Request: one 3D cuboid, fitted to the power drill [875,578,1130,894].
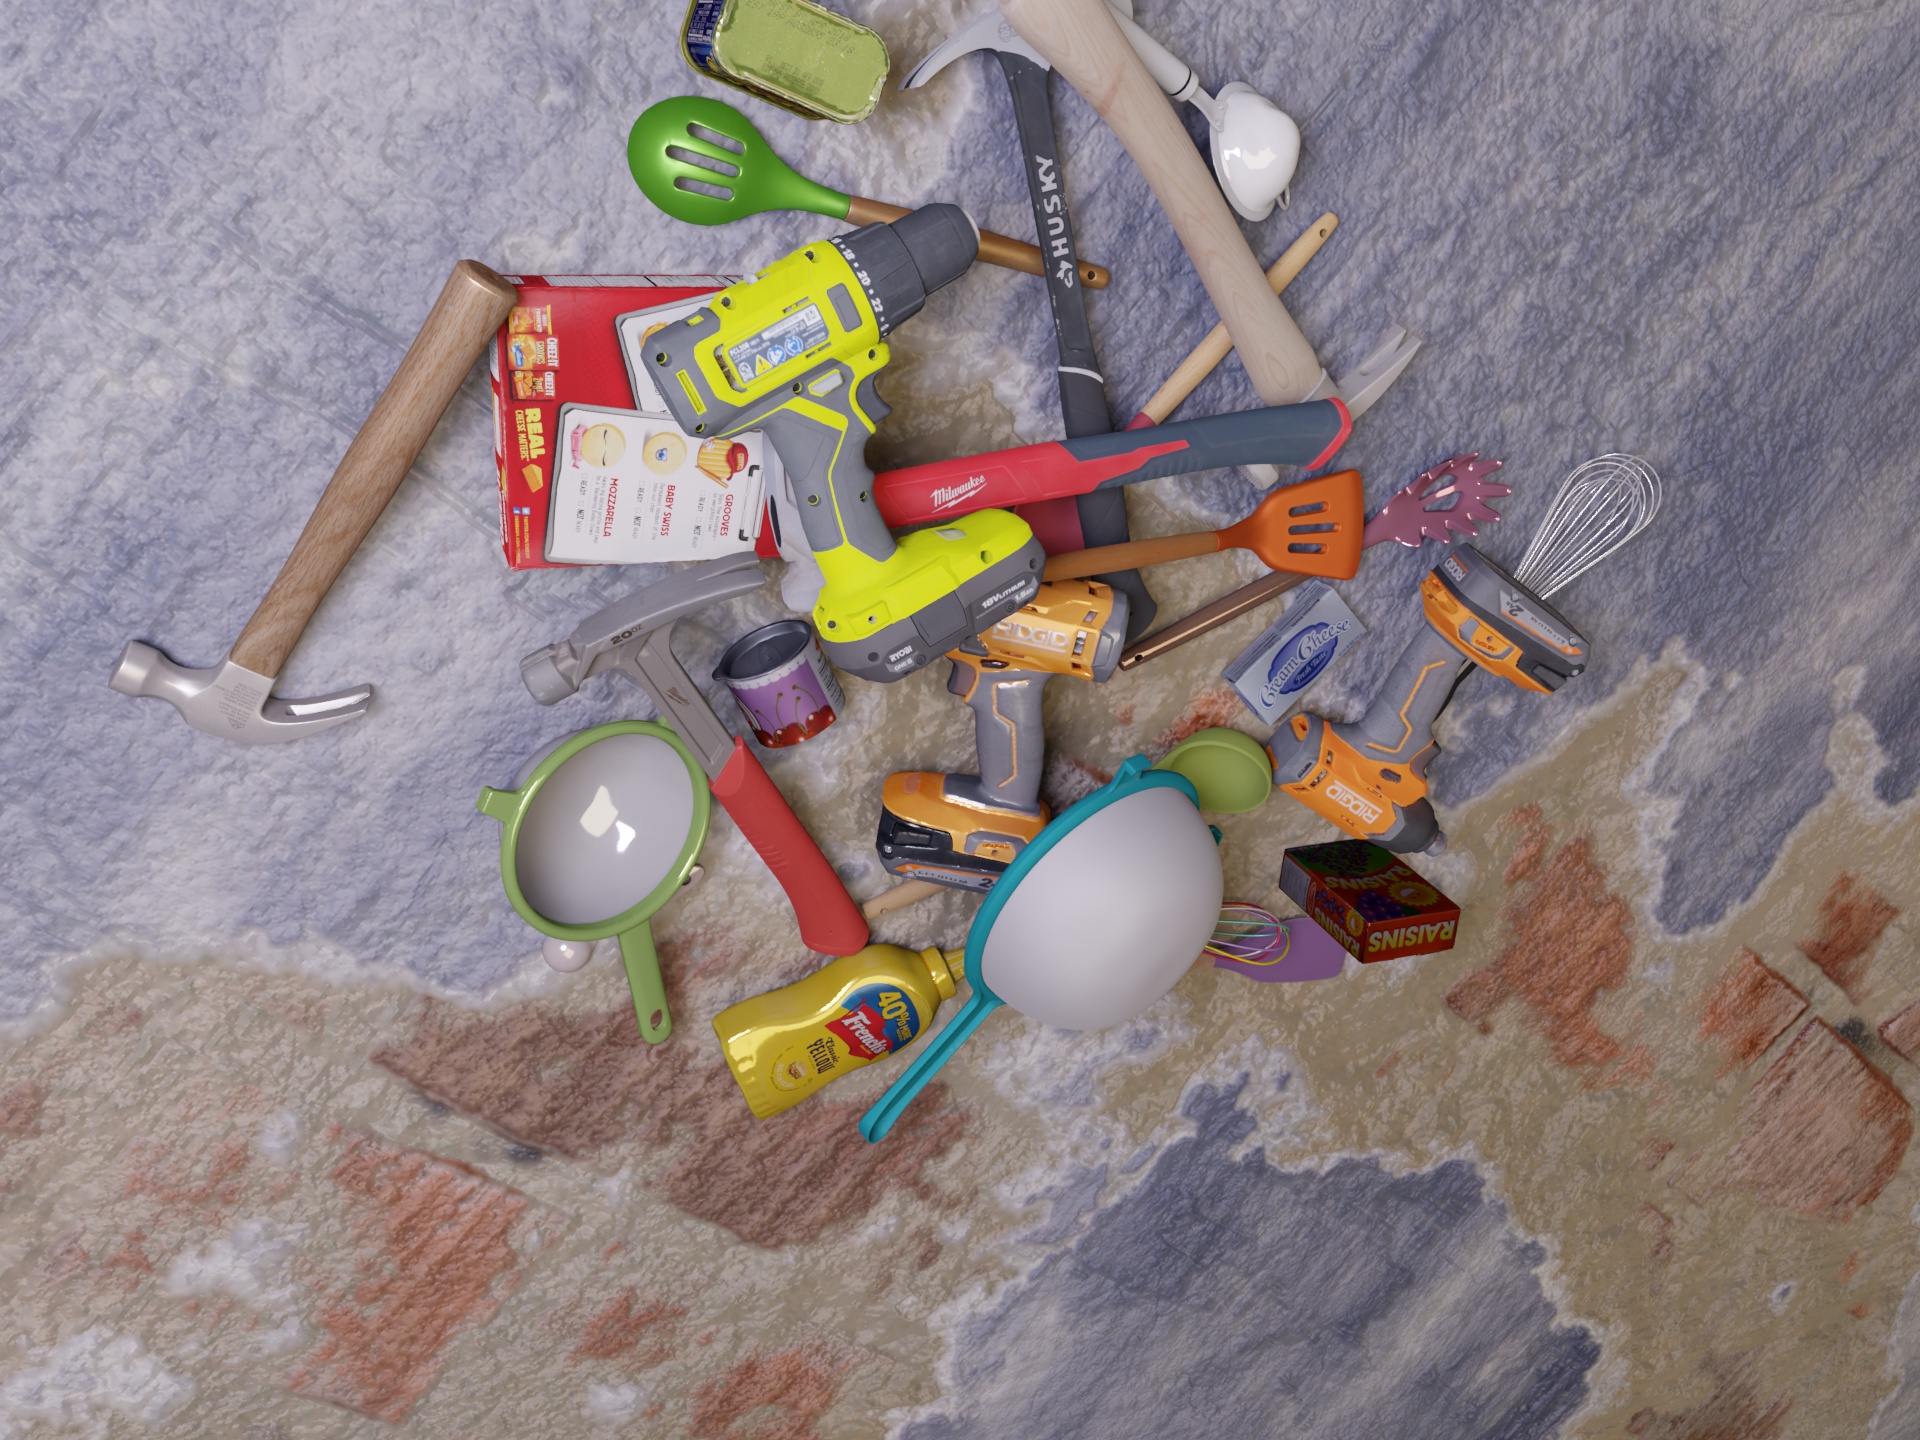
[{"bbox_3d":[-0.002,-0.003,1.066,0.185,0.084,0.226,12,116,-3],"label":"power drill"}]

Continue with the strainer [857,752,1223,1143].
[{"bbox_3d":[0.068,0.189,1.099,0.340,0.095,0.210,-48,149,2],"label":"strainer"}]

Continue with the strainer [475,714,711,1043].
[{"bbox_3d":[-0.236,0.105,1.051,0.151,0.069,0.256,-30,130,-33],"label":"strainer"}]

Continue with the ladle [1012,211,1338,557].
[{"bbox_3d":[0.145,-0.224,1.076,0.315,0.031,0.069,-47,118,1],"label":"ladle"}]

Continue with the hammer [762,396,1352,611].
[{"bbox_3d":[0.069,-0.172,0.987,0.386,0.038,0.143,-13,116,-17],"label":"hammer"}]

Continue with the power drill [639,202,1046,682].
[{"bbox_3d":[-0.043,-0.155,0.884,0.190,0.080,0.228,-31,116,-8],"label":"power drill"}]

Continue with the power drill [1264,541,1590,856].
[{"bbox_3d":[0.358,-0.002,1.197,0.164,0.084,0.226,33,111,-16],"label":"power drill"}]

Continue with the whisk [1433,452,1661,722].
[{"bbox_3d":[0.429,-0.092,1.230,0.070,0.070,0.284,34,102,-30],"label":"whisk"}]

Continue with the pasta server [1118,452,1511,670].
[{"bbox_3d":[0.256,-0.111,1.163,0.316,0.040,0.060,-27,107,-7],"label":"pasta server"}]

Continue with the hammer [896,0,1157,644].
[{"bbox_3d":[0.069,-0.237,1.008,0.149,0.036,0.408,-20,114,-18],"label":"hammer"}]

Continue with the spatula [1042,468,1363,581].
[{"bbox_3d":[0.158,-0.116,1.059,0.322,0.041,0.081,-14,109,-40],"label":"spatula"}]

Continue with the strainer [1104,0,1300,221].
[{"bbox_3d":[0.141,-0.381,0.964,0.258,0.050,0.087,21,74,-39],"label":"strainer"}]

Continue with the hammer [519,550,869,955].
[{"bbox_3d":[-0.127,0.044,1.019,0.149,0.037,0.358,-25,137,3],"label":"hammer"}]

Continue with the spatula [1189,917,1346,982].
[{"bbox_3d":[0.180,0.190,1.278,0.315,0.018,0.059,0,109,-23],"label":"spatula"}]

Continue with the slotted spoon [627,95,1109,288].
[{"bbox_3d":[-0.045,-0.307,0.966,0.313,0.031,0.070,8,106,-26],"label":"slotted spoon"}]

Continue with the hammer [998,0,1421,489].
[{"bbox_3d":[0.153,-0.312,0.967,0.146,0.038,0.410,-41,134,6],"label":"hammer"}]

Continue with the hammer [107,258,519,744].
[{"bbox_3d":[-0.344,-0.114,0.893,0.130,0.031,0.331,27,114,-31],"label":"hammer"}]

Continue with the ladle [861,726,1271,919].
[{"bbox_3d":[0.080,0.086,1.172,0.320,0.062,0.078,-23,133,-7],"label":"ladle"}]

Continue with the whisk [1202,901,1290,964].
[{"bbox_3d":[0.150,0.158,1.233,0.245,0.051,0.047,8,82,-19],"label":"whisk"}]

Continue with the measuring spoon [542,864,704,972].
[{"bbox_3d":[-0.230,0.136,1.094,0.124,0.018,0.034,-31,120,-7],"label":"measuring spoon"}]
